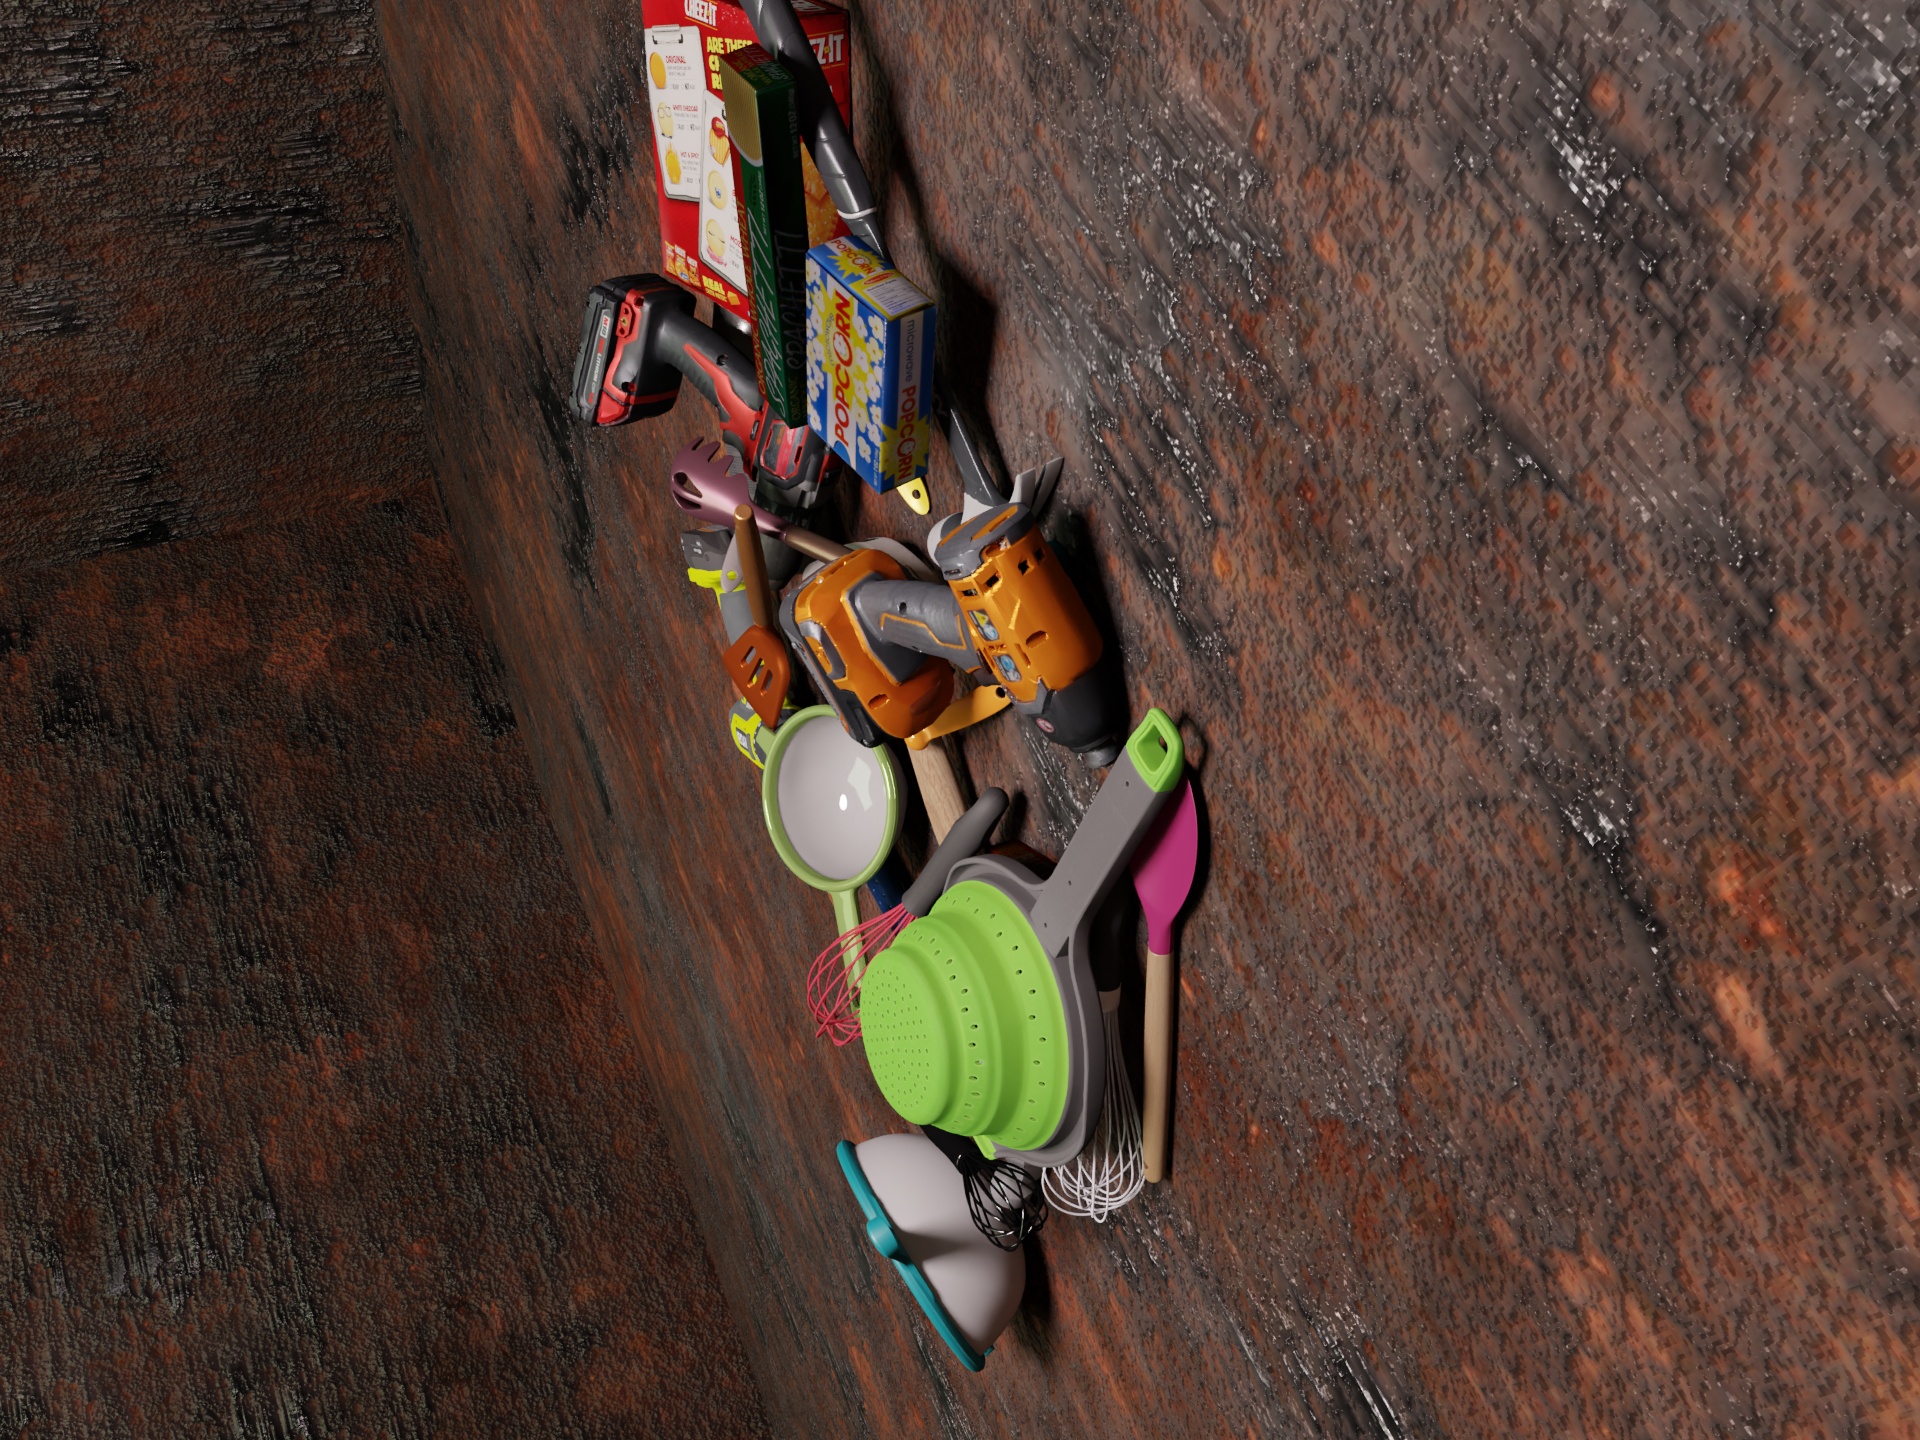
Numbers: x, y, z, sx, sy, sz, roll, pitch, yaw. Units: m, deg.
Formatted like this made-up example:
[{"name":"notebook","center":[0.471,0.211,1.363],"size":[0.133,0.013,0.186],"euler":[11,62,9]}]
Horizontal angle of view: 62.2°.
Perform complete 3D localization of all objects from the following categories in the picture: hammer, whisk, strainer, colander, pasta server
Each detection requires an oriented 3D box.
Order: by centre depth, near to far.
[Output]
[{"name":"hammer","center":[-0.053,-0.291,0.957],"size":[0.409,0.036,0.149],"euler":[66,156,-4]},{"name":"colander","center":[0.023,0.138,0.958],"size":[0.205,0.094,0.396],"euler":[61,144,33]},{"name":"whisk","center":[0.087,0.200,1.006],"size":[0.070,0.070,0.284],"euler":[38,134,55]},{"name":"pasta server","center":[-0.091,-0.122,1.102],"size":[0.316,0.040,0.060],"euler":[27,128,27]},{"name":"hammer","center":[-0.020,0.027,1.149],"size":[0.130,0.031,0.331],"euler":[-14,96,53]},{"name":"whisk","center":[-0.040,0.144,1.152],"size":[0.295,0.073,0.073],"euler":[-55,51,38]},{"name":"whisk","center":[0.007,0.331,1.205],"size":[0.239,0.055,0.055],"euler":[-154,52,-68]},{"name":"strainer","center":[-0.012,0.389,1.239],"size":[0.211,0.095,0.340],"euler":[55,172,20]},{"name":"strainer","center":[-0.079,0.112,1.290],"size":[0.151,0.069,0.256],"euler":[-11,88,41]},{"name":"hammer","center":[-0.030,0.190,1.303],"size":[0.406,0.035,0.144],"euler":[60,154,31]}]

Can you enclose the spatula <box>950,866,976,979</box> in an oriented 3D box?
[{"name":"spatula","center":[-0.012,0.196,1.194],"size":[0.060,0.018,0.315],"euler":[56,151,28]}]

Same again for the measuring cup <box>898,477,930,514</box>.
[{"name":"measuring cup","center":[-0.055,-0.216,1.102],"size":[0.062,0.029,0.156],"euler":[-24,97,38]}]

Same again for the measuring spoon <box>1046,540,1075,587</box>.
[{"name":"measuring spoon","center":[0.039,-0.063,0.983],"size":[0.042,0.021,0.128],"euler":[64,154,23]}]

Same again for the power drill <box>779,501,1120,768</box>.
[{"name":"power drill","center":[-0.001,-0.039,0.971],"size":[0.226,0.084,0.164],"euler":[-4,122,54]}]

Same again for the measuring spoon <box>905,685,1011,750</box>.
[{"name":"measuring spoon","center":[-0.002,-0.003,1.081],"size":[0.117,0.011,0.021],"euler":[-28,89,44]}]

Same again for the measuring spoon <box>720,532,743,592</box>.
[{"name":"measuring spoon","center":[-0.176,-0.165,1.335],"size":[0.018,0.034,0.124],"euler":[147,142,-70]}]

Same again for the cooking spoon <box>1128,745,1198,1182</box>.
[{"name":"cooking spoon","center":[0.119,0.156,0.949],"size":[0.069,0.017,0.318],"euler":[39,139,50]}]

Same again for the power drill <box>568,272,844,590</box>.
[{"name":"power drill","center":[-0.187,-0.221,1.209],"size":[0.227,0.080,0.187],"euler":[31,122,20]}]

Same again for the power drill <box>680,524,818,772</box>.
[{"name":"power drill","center":[-0.177,-0.061,1.412],"size":[0.191,0.080,0.228],"euler":[-157,53,-69]}]

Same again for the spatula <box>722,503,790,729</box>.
[{"name":"spatula","center":[-0.159,-0.082,1.205],"size":[0.081,0.041,0.322],"euler":[53,167,14]}]
